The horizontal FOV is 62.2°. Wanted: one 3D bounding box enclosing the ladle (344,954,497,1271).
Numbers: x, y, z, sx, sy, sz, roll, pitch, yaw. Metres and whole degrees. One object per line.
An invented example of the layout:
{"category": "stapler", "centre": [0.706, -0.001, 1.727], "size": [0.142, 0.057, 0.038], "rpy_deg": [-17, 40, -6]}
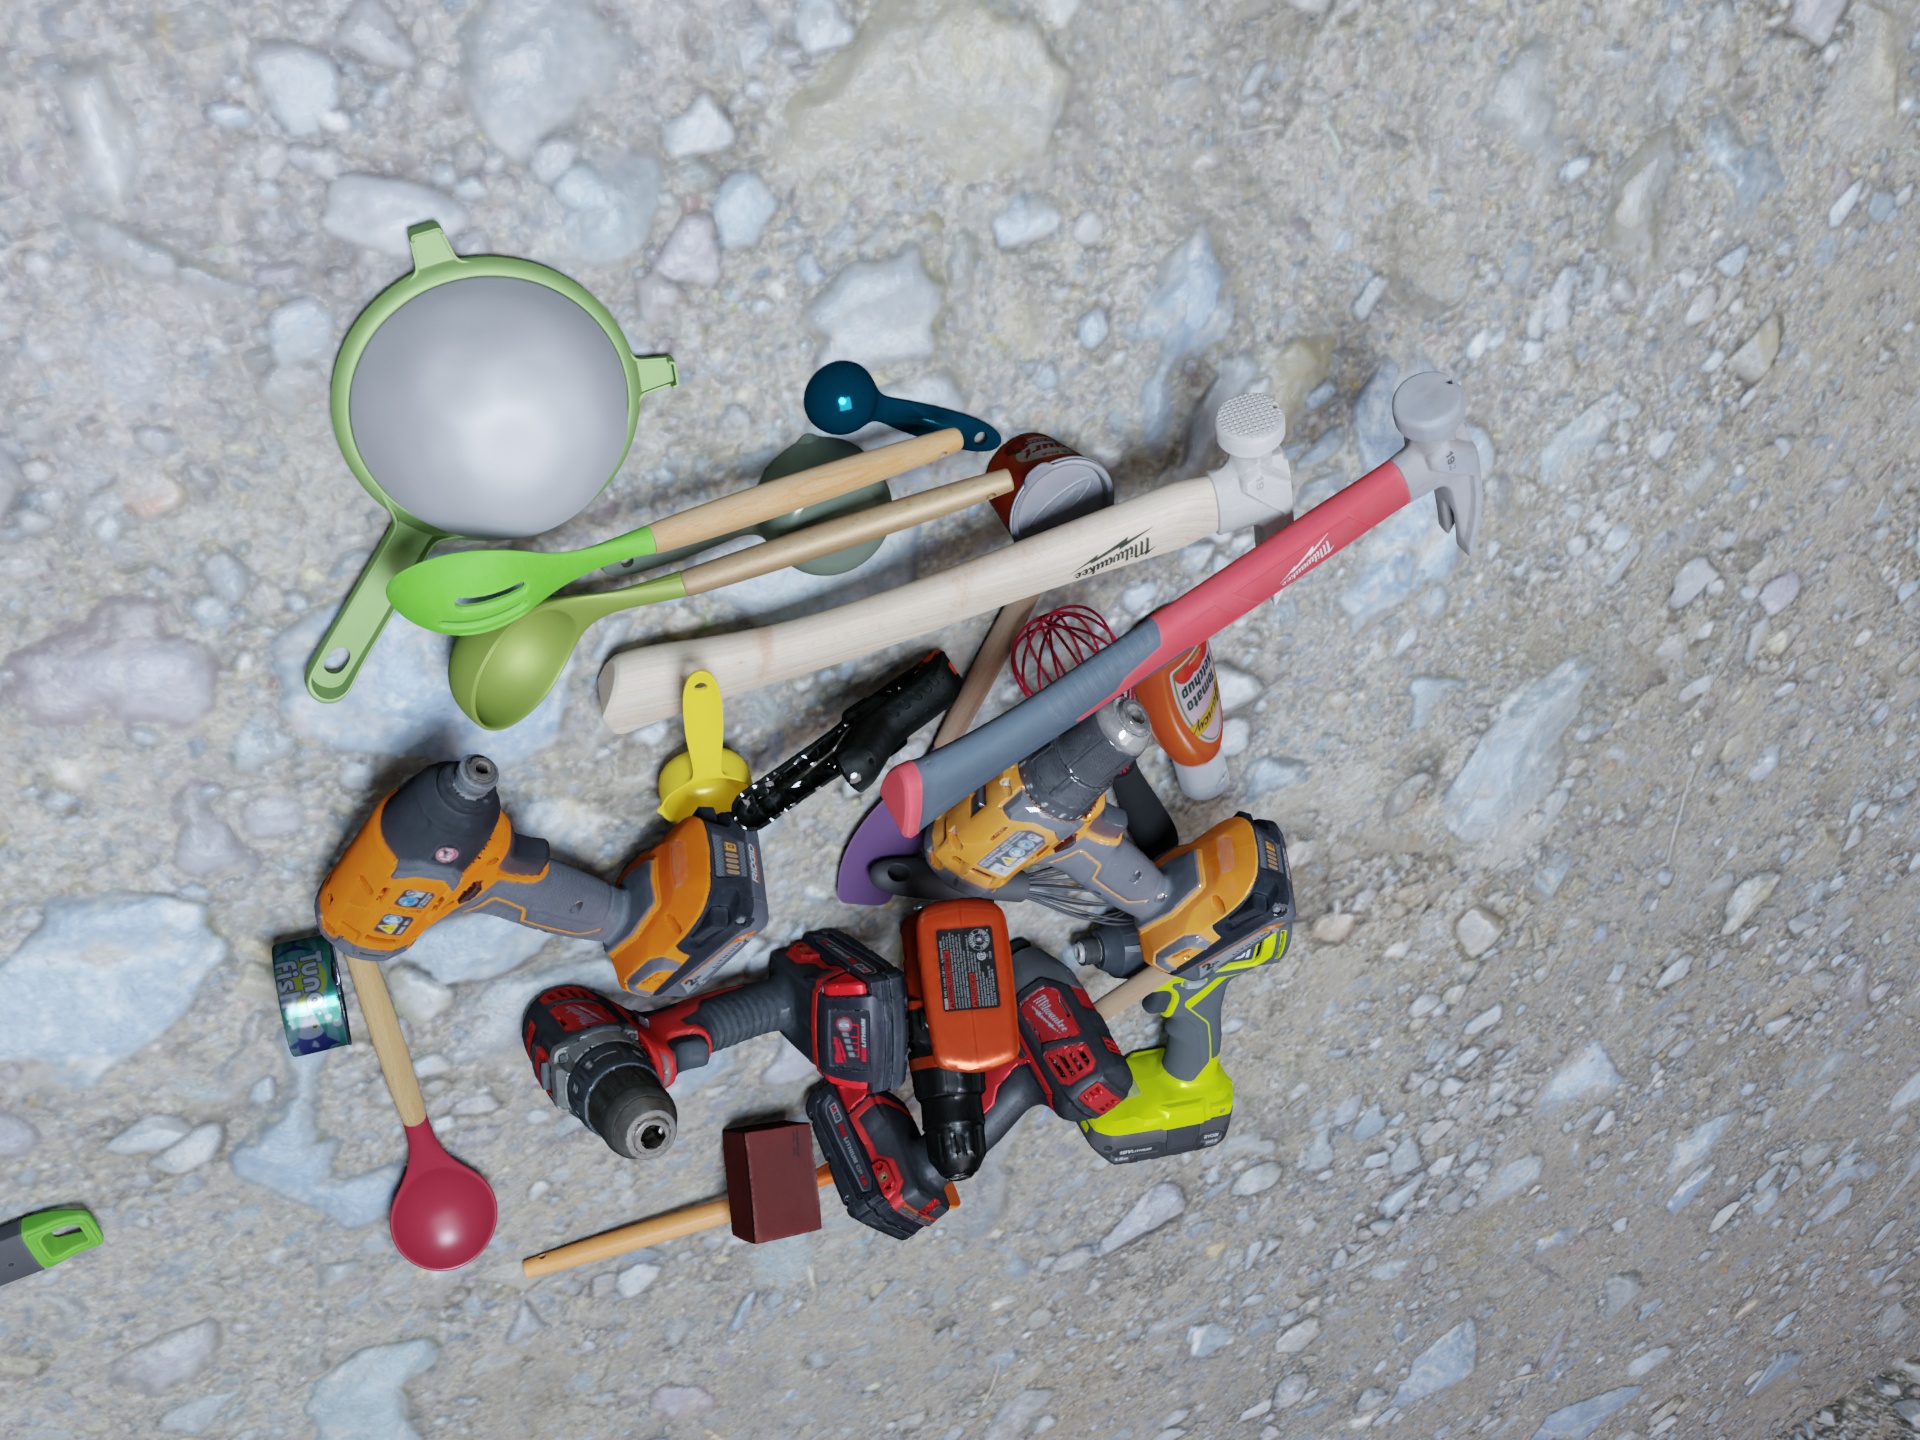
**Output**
{"category": "ladle", "centre": [-0.352, 0.234, 1.003], "size": [0.069, 0.031, 0.315], "rpy_deg": [-17, 127, -21]}

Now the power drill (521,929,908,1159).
{"category": "power drill", "centre": [-0.145, 0.205, 0.993], "size": [0.226, 0.188, 0.080], "rpy_deg": [-6, 103, -28]}

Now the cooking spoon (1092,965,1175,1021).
{"category": "cooking spoon", "centre": [0.099, 0.221, 1.187], "size": [0.319, 0.017, 0.068], "rpy_deg": [-38, 103, 23]}

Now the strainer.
{"category": "strainer", "centre": [-0.254, -0.102, 0.788], "size": [0.151, 0.069, 0.256], "rpy_deg": [25, 106, -39]}

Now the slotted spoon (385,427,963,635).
{"category": "slotted spoon", "centre": [-0.136, -0.102, 0.822], "size": [0.313, 0.031, 0.070], "rpy_deg": [-22, 162, -21]}

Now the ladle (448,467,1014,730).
{"category": "ladle", "centre": [-0.120, -0.071, 0.856], "size": [0.320, 0.062, 0.078], "rpy_deg": [-18, 159, -3]}

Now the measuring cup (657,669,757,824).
{"category": "measuring cup", "centre": [-0.150, 0.010, 0.922], "size": [0.062, 0.029, 0.156], "rpy_deg": [-9, 146, -13]}

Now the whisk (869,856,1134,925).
{"category": "whisk", "centre": [0.041, 0.113, 1.115], "size": [0.238, 0.055, 0.055], "rpy_deg": [7, 118, -32]}

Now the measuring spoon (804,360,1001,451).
{"category": "measuring spoon", "centre": [-0.027, -0.168, 0.897], "size": [0.128, 0.021, 0.042], "rpy_deg": [9, 117, -32]}

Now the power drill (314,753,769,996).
{"category": "power drill", "centre": [-0.226, 0.086, 0.903], "size": [0.226, 0.084, 0.164], "rpy_deg": [15, 138, -35]}

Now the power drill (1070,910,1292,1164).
{"category": "power drill", "centre": [0.158, 0.237, 1.255], "size": [0.171, 0.080, 0.223], "rpy_deg": [-5, 121, -20]}

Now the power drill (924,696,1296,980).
{"category": "power drill", "centre": [0.116, 0.075, 1.037], "size": [0.226, 0.084, 0.185], "rpy_deg": [25, 133, -25]}

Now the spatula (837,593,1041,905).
{"category": "spatula", "centre": [-0.002, -0.003, 1.031], "size": [0.059, 0.018, 0.315], "rpy_deg": [11, 117, -39]}

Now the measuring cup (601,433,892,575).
{"category": "measuring cup", "centre": [-0.115, -0.103, 0.883], "size": [0.167, 0.038, 0.083], "rpy_deg": [-20, 130, -18]}

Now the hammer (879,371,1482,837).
{"category": "hammer", "centre": [0.127, -0.044, 0.913], "size": [0.386, 0.038, 0.143], "rpy_deg": [-33, 145, 2]}

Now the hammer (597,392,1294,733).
{"category": "hammer", "centre": [-0.006, -0.065, 0.918], "size": [0.410, 0.038, 0.146], "rpy_deg": [-18, 141, 1]}

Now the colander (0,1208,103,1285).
{"category": "colander", "centre": [-0.687, 0.382, 0.876], "size": [0.397, 0.095, 0.204], "rpy_deg": [-19, 129, -16]}

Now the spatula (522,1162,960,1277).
{"category": "spatula", "centre": [-0.161, 0.371, 1.191], "size": [0.322, 0.081, 0.041], "rpy_deg": [-12, 111, -15]}

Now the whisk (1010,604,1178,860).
{"category": "whisk", "centre": [0.103, 0.019, 1.077], "size": [0.073, 0.073, 0.295], "rpy_deg": [-35, 140, -3]}

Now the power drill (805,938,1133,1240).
{"category": "power drill", "centre": [0.005, 0.262, 1.150], "size": [0.219, 0.143, 0.078], "rpy_deg": [-36, 141, 7]}
